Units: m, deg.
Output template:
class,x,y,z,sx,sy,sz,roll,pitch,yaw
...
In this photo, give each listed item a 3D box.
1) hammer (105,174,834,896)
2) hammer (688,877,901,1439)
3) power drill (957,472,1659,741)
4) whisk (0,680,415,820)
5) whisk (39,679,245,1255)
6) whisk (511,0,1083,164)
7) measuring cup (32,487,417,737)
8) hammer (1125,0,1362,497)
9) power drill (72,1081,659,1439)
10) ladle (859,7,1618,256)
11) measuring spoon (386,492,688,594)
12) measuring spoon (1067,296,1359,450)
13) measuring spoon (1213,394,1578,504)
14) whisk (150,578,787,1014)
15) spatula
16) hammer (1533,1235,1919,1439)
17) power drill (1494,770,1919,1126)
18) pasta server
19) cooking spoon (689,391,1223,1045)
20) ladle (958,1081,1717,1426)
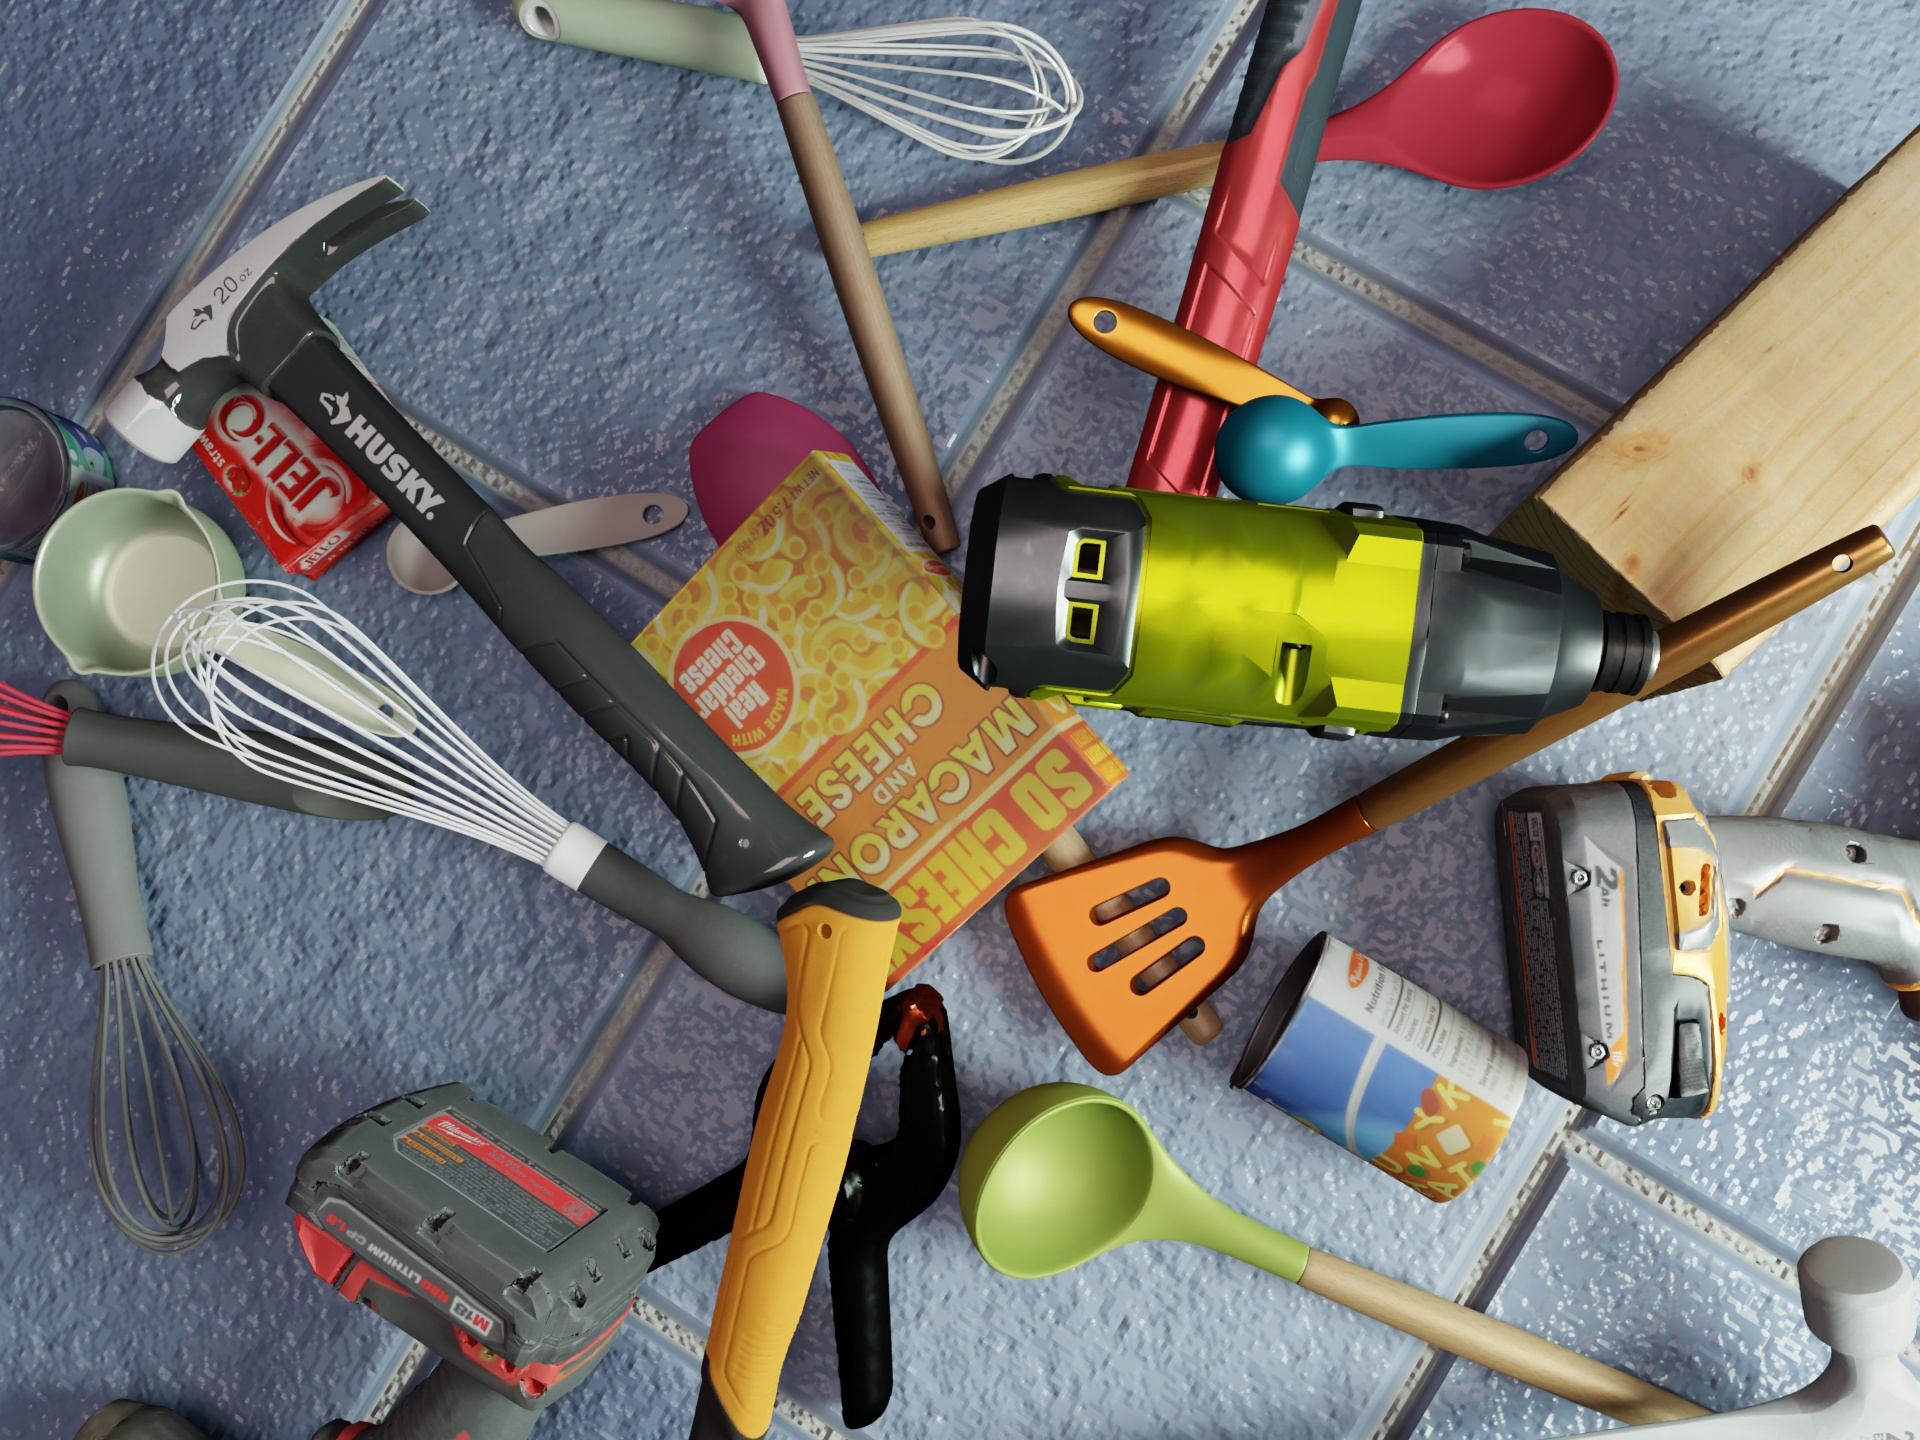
class,x,y,z,sx,sy,sz,roll,pitch,yaw
hammer,-0.171,-0.061,0.601,0.335,0.035,0.146,44,93,11
hammer,-0.069,0.221,0.564,0.127,0.034,0.337,17,97,26
power drill,0.094,-0.031,0.485,0.171,0.223,0.080,7,94,4
whisk,-0.364,0.002,0.614,0.295,0.073,0.073,11,86,-13
whisk,-0.335,0.094,0.640,0.055,0.055,0.239,-19,79,3
whisk,-0.070,-0.273,0.651,0.246,0.057,0.059,15,52,9
measuring cup,-0.293,-0.034,0.653,0.167,0.038,0.083,27,88,0
hammer,0.129,-0.200,0.604,0.143,0.038,0.386,17,94,5
power drill,-0.229,0.251,0.589,0.188,0.080,0.226,28,102,14
ladle,0.098,-0.222,0.638,0.315,0.031,0.069,-10,86,6
measuring spoon,-0.173,-0.076,0.658,0.124,0.018,0.034,-10,86,-3
measuring spoon,0.093,-0.129,0.586,0.117,0.011,0.021,25,95,3
measuring spoon,0.156,-0.096,0.568,0.128,0.021,0.042,-2,121,7
whisk,-0.175,0.034,0.612,0.284,0.070,0.070,32,88,-6
spatula,0.162,0.023,0.556,0.322,0.041,0.081,-33,83,25
hammer,0.133,0.285,0.573,0.405,0.035,0.144,-12,108,8
power drill,0.320,0.097,0.568,0.226,0.084,0.185,-4,86,0
pasta server,-0.060,-0.215,0.617,0.060,0.040,0.316,-15,97,31
cooking spoon,-0.001,-0.002,0.631,0.069,0.017,0.319,-39,83,4
ladle,0.151,0.216,0.582,0.320,0.062,0.078,22,101,4
